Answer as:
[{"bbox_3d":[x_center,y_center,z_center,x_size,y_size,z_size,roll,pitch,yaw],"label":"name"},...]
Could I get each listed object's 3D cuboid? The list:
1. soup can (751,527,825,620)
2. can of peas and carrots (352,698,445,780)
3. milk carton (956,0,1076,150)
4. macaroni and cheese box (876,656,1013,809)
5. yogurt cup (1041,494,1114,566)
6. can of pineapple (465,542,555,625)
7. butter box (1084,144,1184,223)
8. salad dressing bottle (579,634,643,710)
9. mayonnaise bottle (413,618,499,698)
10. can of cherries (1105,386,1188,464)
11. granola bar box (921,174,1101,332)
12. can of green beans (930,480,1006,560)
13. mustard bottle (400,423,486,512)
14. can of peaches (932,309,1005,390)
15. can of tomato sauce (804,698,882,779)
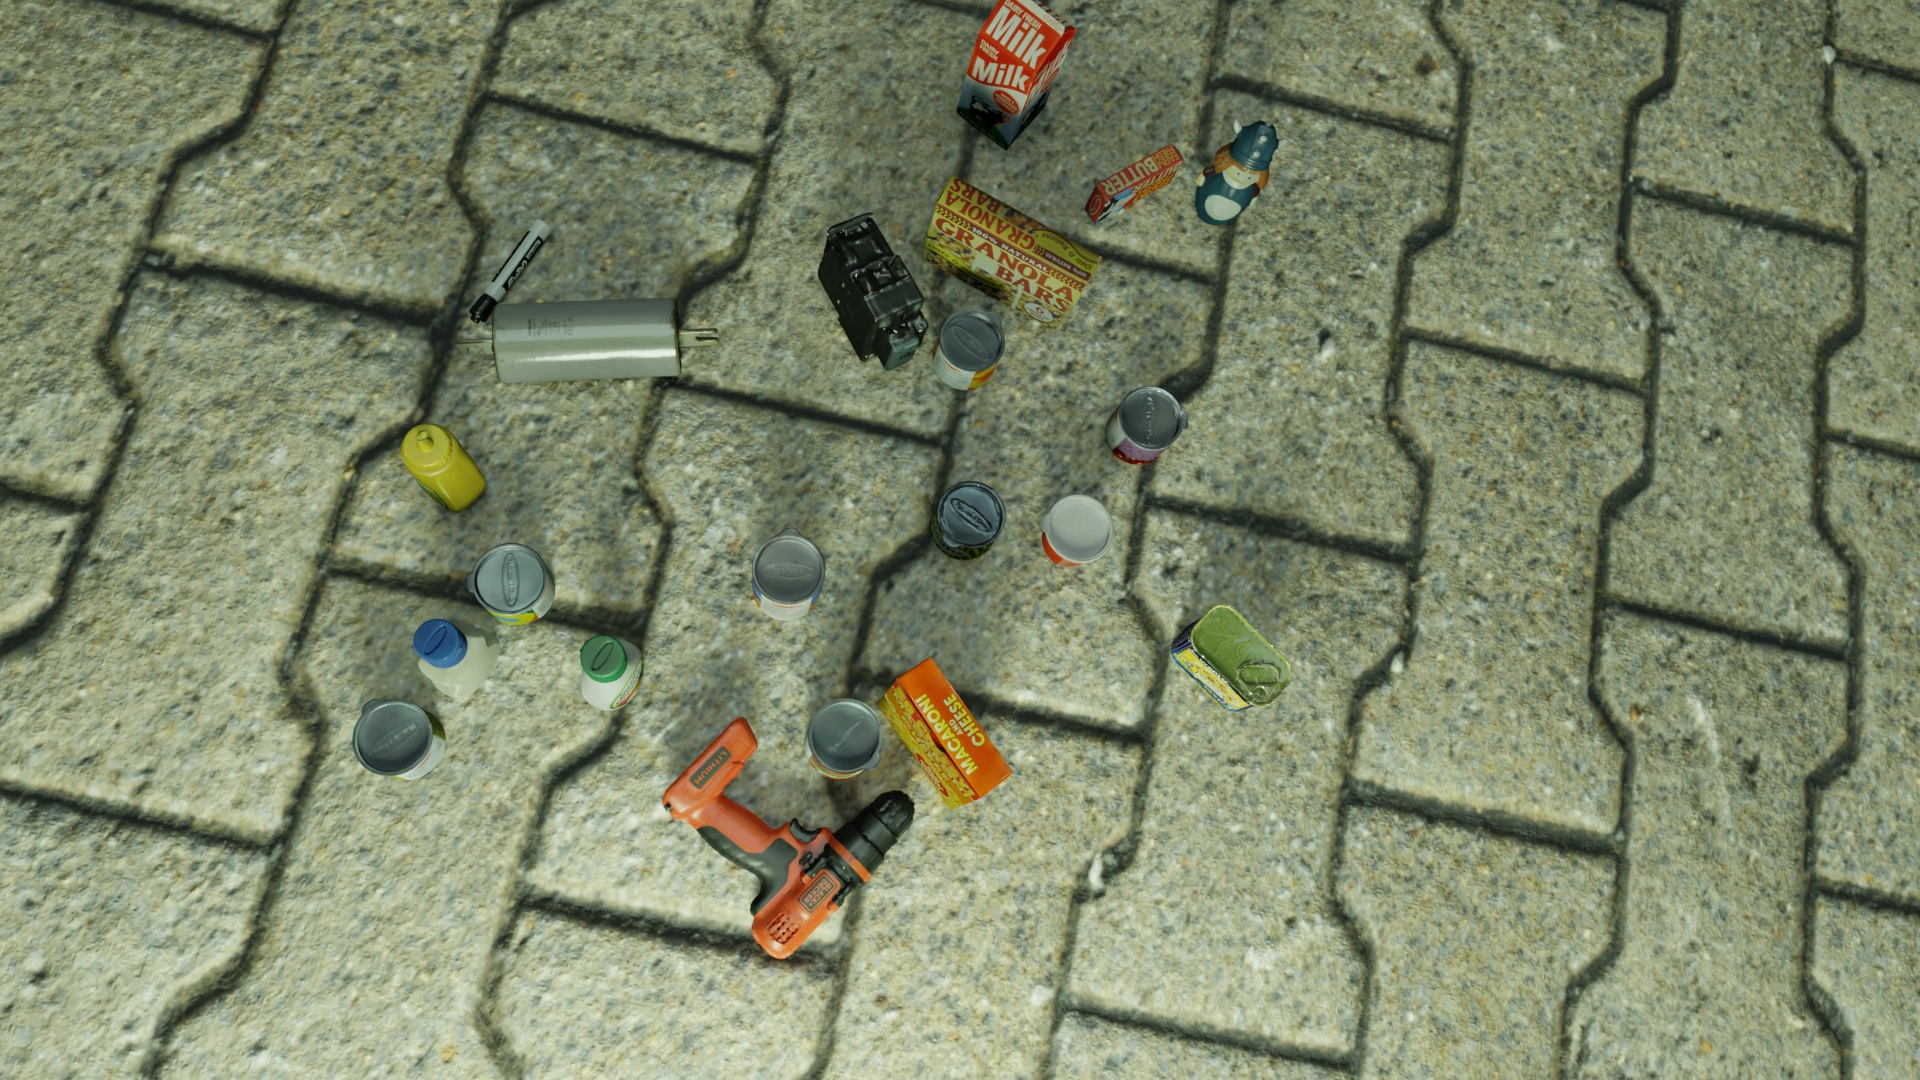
[{"bbox_3d":[-0.160,0.033,1.292,0.071,0.083,0.071,2,76,-8],"label":"soup can"},{"bbox_3d":[-0.492,0.173,1.216,0.071,0.058,0.071,2,76,-8],"label":"can of peas and carrots"},{"bbox_3d":[0.058,-0.485,1.404,0.072,0.190,0.073,38,74,2],"label":"milk carton"},{"bbox_3d":[-0.018,0.175,1.234,0.040,0.166,0.124,-34,83,-15],"label":"macaroni and cheese box"},{"bbox_3d":[0.111,-0.006,1.360,0.072,0.053,0.072,2,76,-8],"label":"yogurt cup"},{"bbox_3d":[-0.408,0.040,1.264,0.071,0.057,0.071,2,76,-8],"label":"can of pineapple"},{"bbox_3d":[0.183,-0.377,1.467,0.104,0.053,0.024,-31,83,-15],"label":"butter box"},{"bbox_3d":[-0.307,0.113,1.215,0.044,0.147,0.064,31,74,0],"label":"salad dressing bottle"},{"bbox_3d":[-0.437,0.097,1.198,0.041,0.147,0.065,31,74,0],"label":"mayonnaise bottle"},{"bbox_3d":[0.187,-0.114,1.397,0.071,0.058,0.071,2,76,-8],"label":"can of cherries"},{"bbox_3d":[0.047,-0.282,1.385,0.165,0.124,0.039,29,74,-1],"label":"granola bar box"},{"bbox_3d":[0.007,-0.018,1.344,0.071,0.057,0.071,2,76,-8],"label":"can of green beans"},{"bbox_3d":[-0.465,-0.071,1.231,0.065,0.159,0.049,41,74,3],"label":"mustard bottle"},{"bbox_3d":[0.009,-0.191,1.390,0.071,0.058,0.071,2,76,-8],"label":"can of peaches"},{"bbox_3d":[-0.105,0.183,1.262,0.071,0.083,0.071,2,76,-8],"label":"can of tomato sauce"}]
